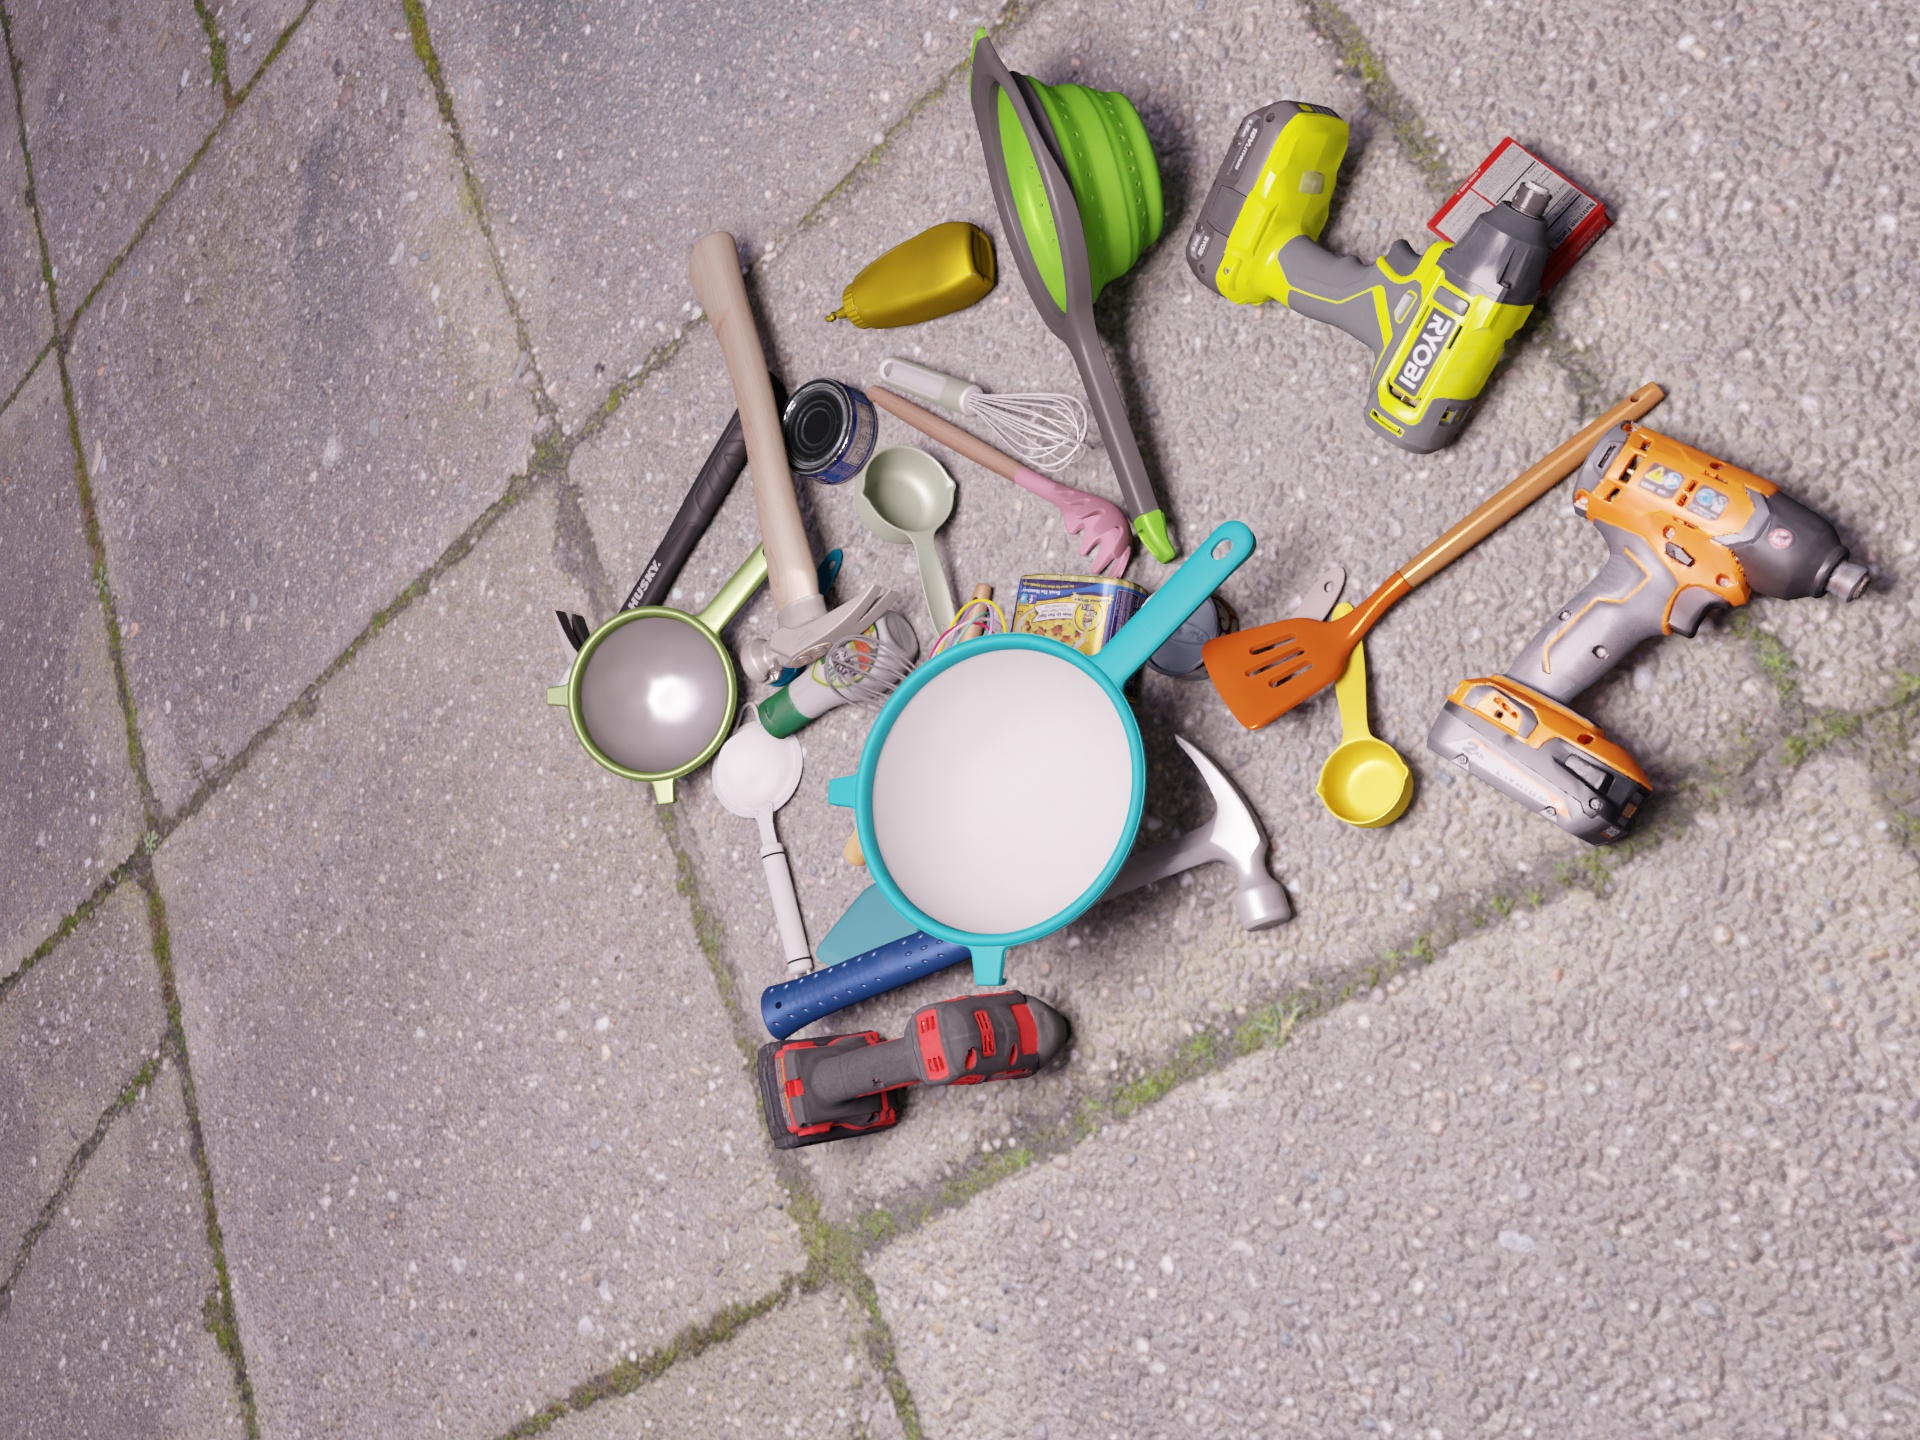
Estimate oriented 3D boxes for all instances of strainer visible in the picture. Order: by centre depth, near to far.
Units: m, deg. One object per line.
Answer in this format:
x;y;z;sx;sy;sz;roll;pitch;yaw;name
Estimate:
0.084;0.007;1.073;0.340;0.095;0.211;-47;61;8;strainer
-0.157;0.100;1.317;0.087;0.050;0.259;-21;74;16;strainer
-0.224;-0.061;1.376;0.151;0.069;0.256;40;91;10;strainer

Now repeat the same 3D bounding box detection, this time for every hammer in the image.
0.027;0.141;1.144;0.405;0.035;0.144;-24;68;22;hammer
-0.158;-0.242;1.327;0.146;0.038;0.411;-28;66;30;hammer
-0.254;-0.168;1.430;0.146;0.035;0.334;43;107;32;hammer

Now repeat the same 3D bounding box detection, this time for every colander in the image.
0.114;-0.311;1.149;0.094;0.204;0.397;-19;87;-3;colander

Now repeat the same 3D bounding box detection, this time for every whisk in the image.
-0.028;0.015;1.162;0.047;0.051;0.245;32;118;5;whisk
-0.001;-0.004;1.193;0.239;0.055;0.055;25;98;19;whisk
0.014;-0.246;1.235;0.247;0.059;0.058;31;105;43;whisk

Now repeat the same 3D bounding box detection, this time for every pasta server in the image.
0.023;-0.196;1.232;0.040;0.060;0.316;-42;52;-16;pasta server

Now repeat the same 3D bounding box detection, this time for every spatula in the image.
0.299;-0.108;1.010;0.322;0.041;0.081;-39;49;21;spatula
-0.028;0.046;1.228;0.082;0.044;0.317;16;91;32;spatula

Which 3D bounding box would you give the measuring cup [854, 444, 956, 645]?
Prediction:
-0.036;-0.133;1.250;0.038;0.083;0.168;-33;69;61;measuring cup

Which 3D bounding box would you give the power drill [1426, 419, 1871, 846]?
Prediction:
0.394;-0.043;0.917;0.164;0.084;0.226;36;100;34;power drill

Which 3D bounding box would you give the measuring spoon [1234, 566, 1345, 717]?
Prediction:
0.227;-0.049;1.080;0.034;0.018;0.124;37;97;36;measuring spoon

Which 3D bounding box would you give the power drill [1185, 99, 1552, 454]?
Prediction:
0.265;-0.302;1.030;0.223;0.080;0.171;46;129;31;power drill

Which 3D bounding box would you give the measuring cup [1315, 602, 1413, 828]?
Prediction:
0.263;-0.003;1.043;0.062;0.029;0.157;-15;62;32;measuring cup

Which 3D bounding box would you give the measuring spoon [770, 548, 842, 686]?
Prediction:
-0.127;-0.085;1.341;0.042;0.021;0.128;28;90;36;measuring spoon

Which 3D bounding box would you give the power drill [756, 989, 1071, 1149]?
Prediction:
-0.031;0.246;1.147;0.219;0.143;0.079;-26;70;37;power drill
